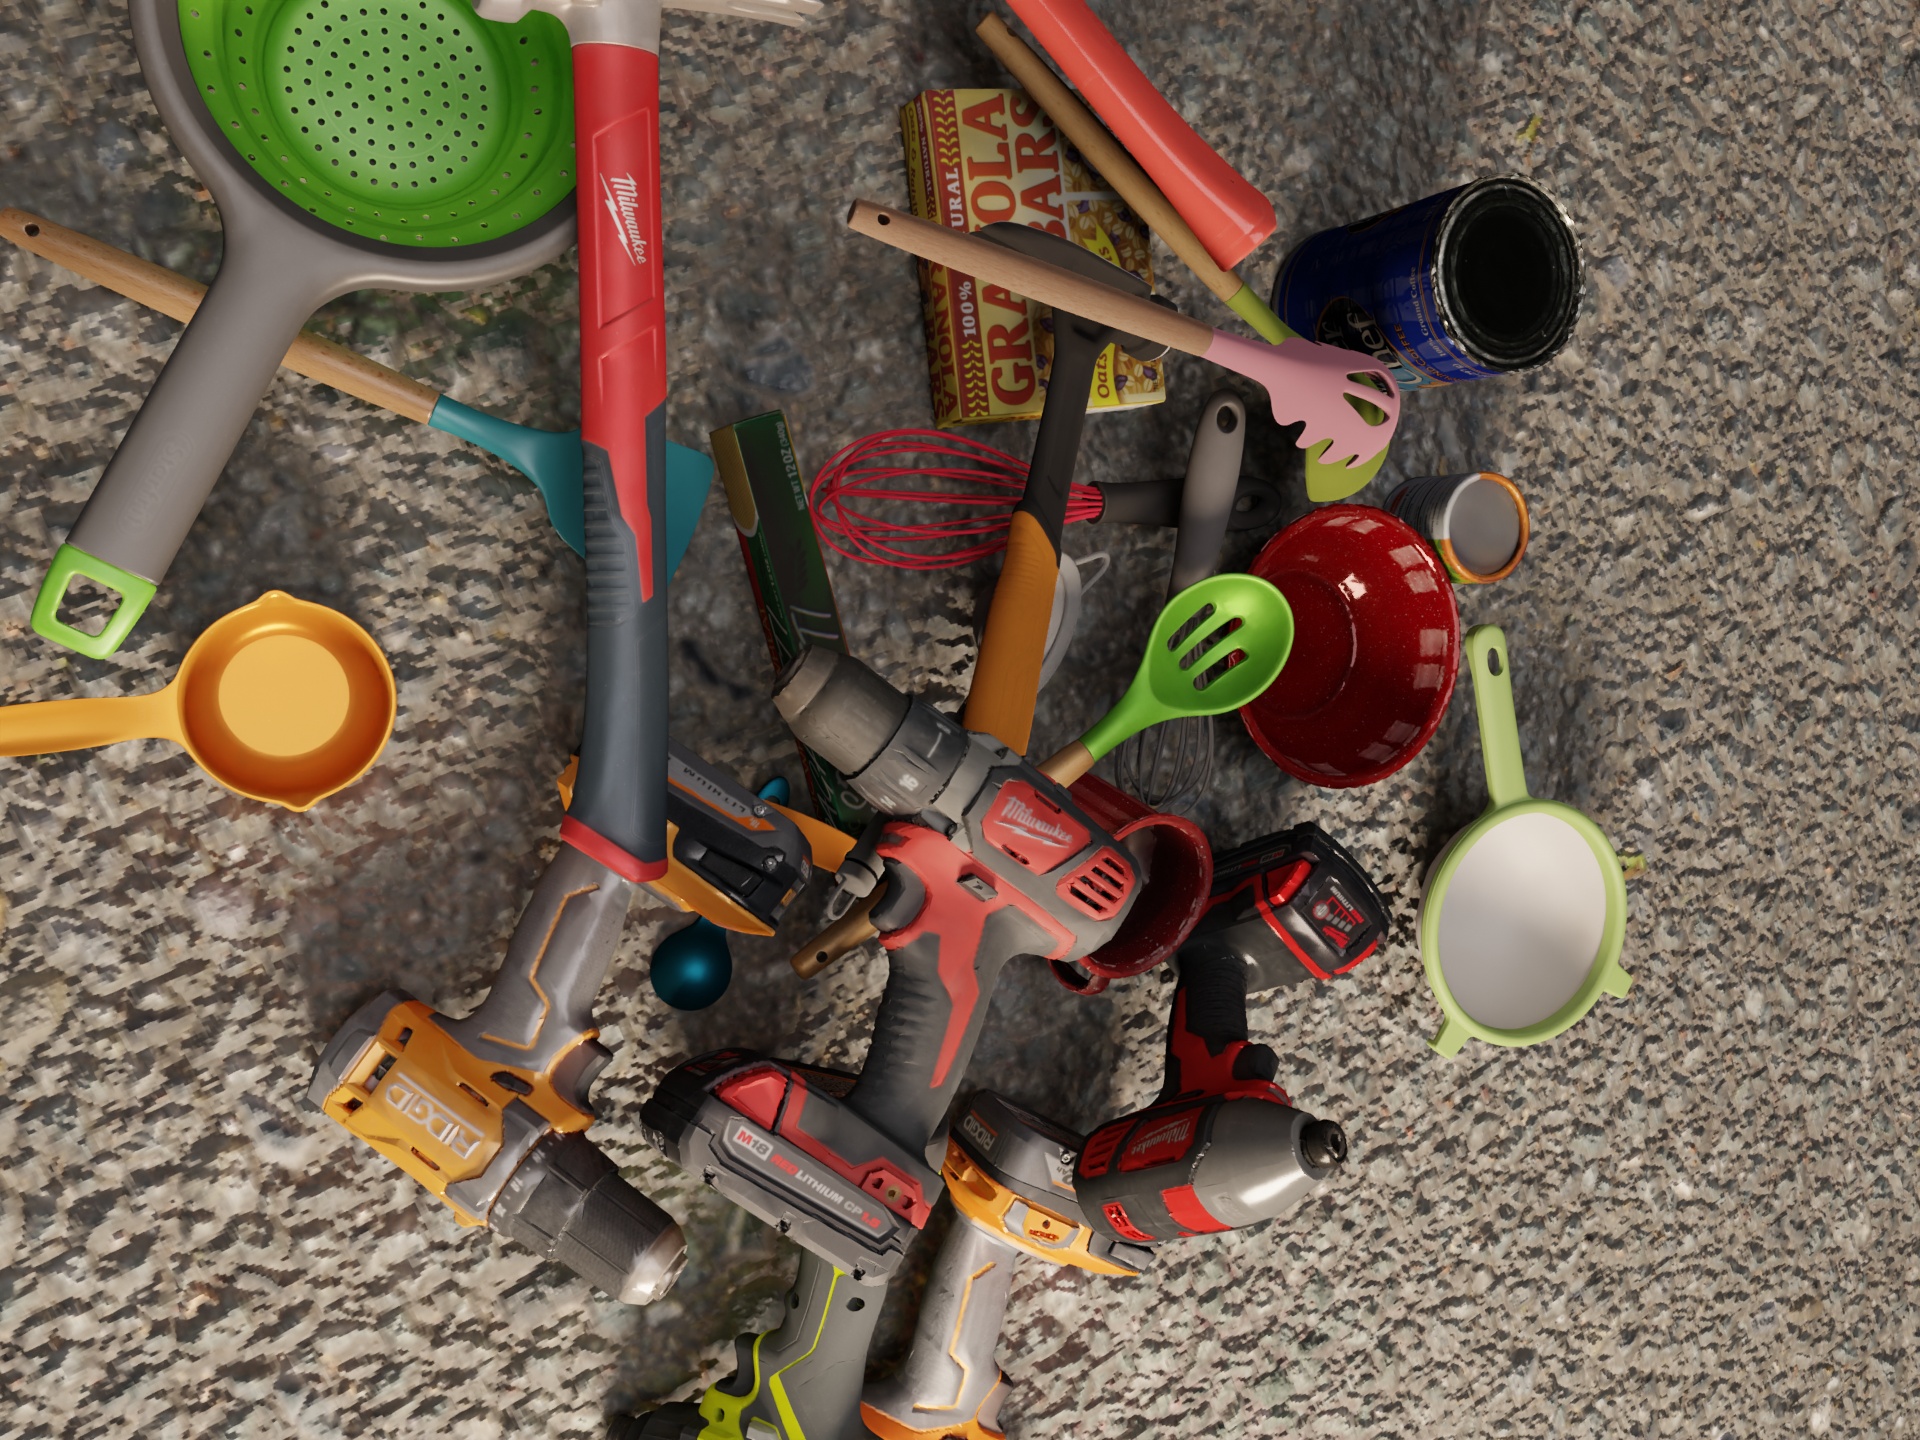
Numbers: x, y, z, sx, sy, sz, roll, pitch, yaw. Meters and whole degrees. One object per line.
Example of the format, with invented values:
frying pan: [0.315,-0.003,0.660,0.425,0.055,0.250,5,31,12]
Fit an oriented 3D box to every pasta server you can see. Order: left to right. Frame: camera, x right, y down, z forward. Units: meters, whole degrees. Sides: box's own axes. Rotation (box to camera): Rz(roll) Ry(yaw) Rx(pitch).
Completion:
pasta server: [0.091,-0.189,0.766,0.316,0.040,0.060,13,84,-23]

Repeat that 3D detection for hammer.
hammer: [-0.127,-0.126,0.672,0.143,0.038,0.386,-3,95,-27]
hammer: [0.021,-0.360,0.758,0.359,0.036,0.149,48,47,-8]
hammer: [0.027,-0.069,0.772,0.127,0.034,0.337,16,81,-36]

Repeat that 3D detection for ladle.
ladle: [0.117,-0.238,0.835,0.320,0.062,0.078,42,48,-18]

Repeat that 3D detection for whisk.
whisk: [0.055,-0.117,0.847,0.295,0.073,0.073,-4,95,-30]
whisk: [0.125,-0.059,0.862,0.055,0.055,0.239,3,104,-24]

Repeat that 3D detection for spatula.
spatula: [-0.265,-0.149,0.720,0.317,0.044,0.082,23,85,-19]

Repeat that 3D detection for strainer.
strainer: [-0.001,-0.003,0.806,0.258,0.050,0.086,-56,149,-31]
strainer: [0.319,0.067,0.969,0.151,0.069,0.256,-13,98,-20]

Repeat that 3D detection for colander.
colander: [-0.274,-0.209,0.668,0.204,0.094,0.397,29,82,-25]

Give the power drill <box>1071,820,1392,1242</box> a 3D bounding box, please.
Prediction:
power drill: [0.148,0.162,0.819,0.078,0.143,0.220,47,43,-19]

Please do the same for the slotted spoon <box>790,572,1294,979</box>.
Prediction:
slotted spoon: [0.042,0.029,0.805,0.314,0.031,0.070,-37,102,-12]

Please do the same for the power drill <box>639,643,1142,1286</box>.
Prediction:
power drill: [-0.044,0.097,0.677,0.187,0.080,0.227,38,71,-15]

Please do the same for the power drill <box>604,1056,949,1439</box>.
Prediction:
power drill: [-0.089,0.285,0.767,0.080,0.171,0.223,10,86,-65]

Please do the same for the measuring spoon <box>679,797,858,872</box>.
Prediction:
measuring spoon: [-0.093,0.051,0.789,0.117,0.011,0.021,23,88,6]

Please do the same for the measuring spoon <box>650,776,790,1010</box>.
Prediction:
measuring spoon: [-0.115,0.088,0.802,0.042,0.021,0.128,27,84,-23]

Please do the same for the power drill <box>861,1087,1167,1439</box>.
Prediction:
power drill: [0.020,0.332,0.851,0.164,0.084,0.226,31,85,-23]

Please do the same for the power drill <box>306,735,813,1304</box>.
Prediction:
power drill: [-0.156,0.131,0.724,0.185,0.084,0.226,34,79,9]

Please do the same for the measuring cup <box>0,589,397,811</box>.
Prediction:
measuring cup: [-0.335,-0.005,0.683,0.173,0.052,0.095,-7,97,-21]
